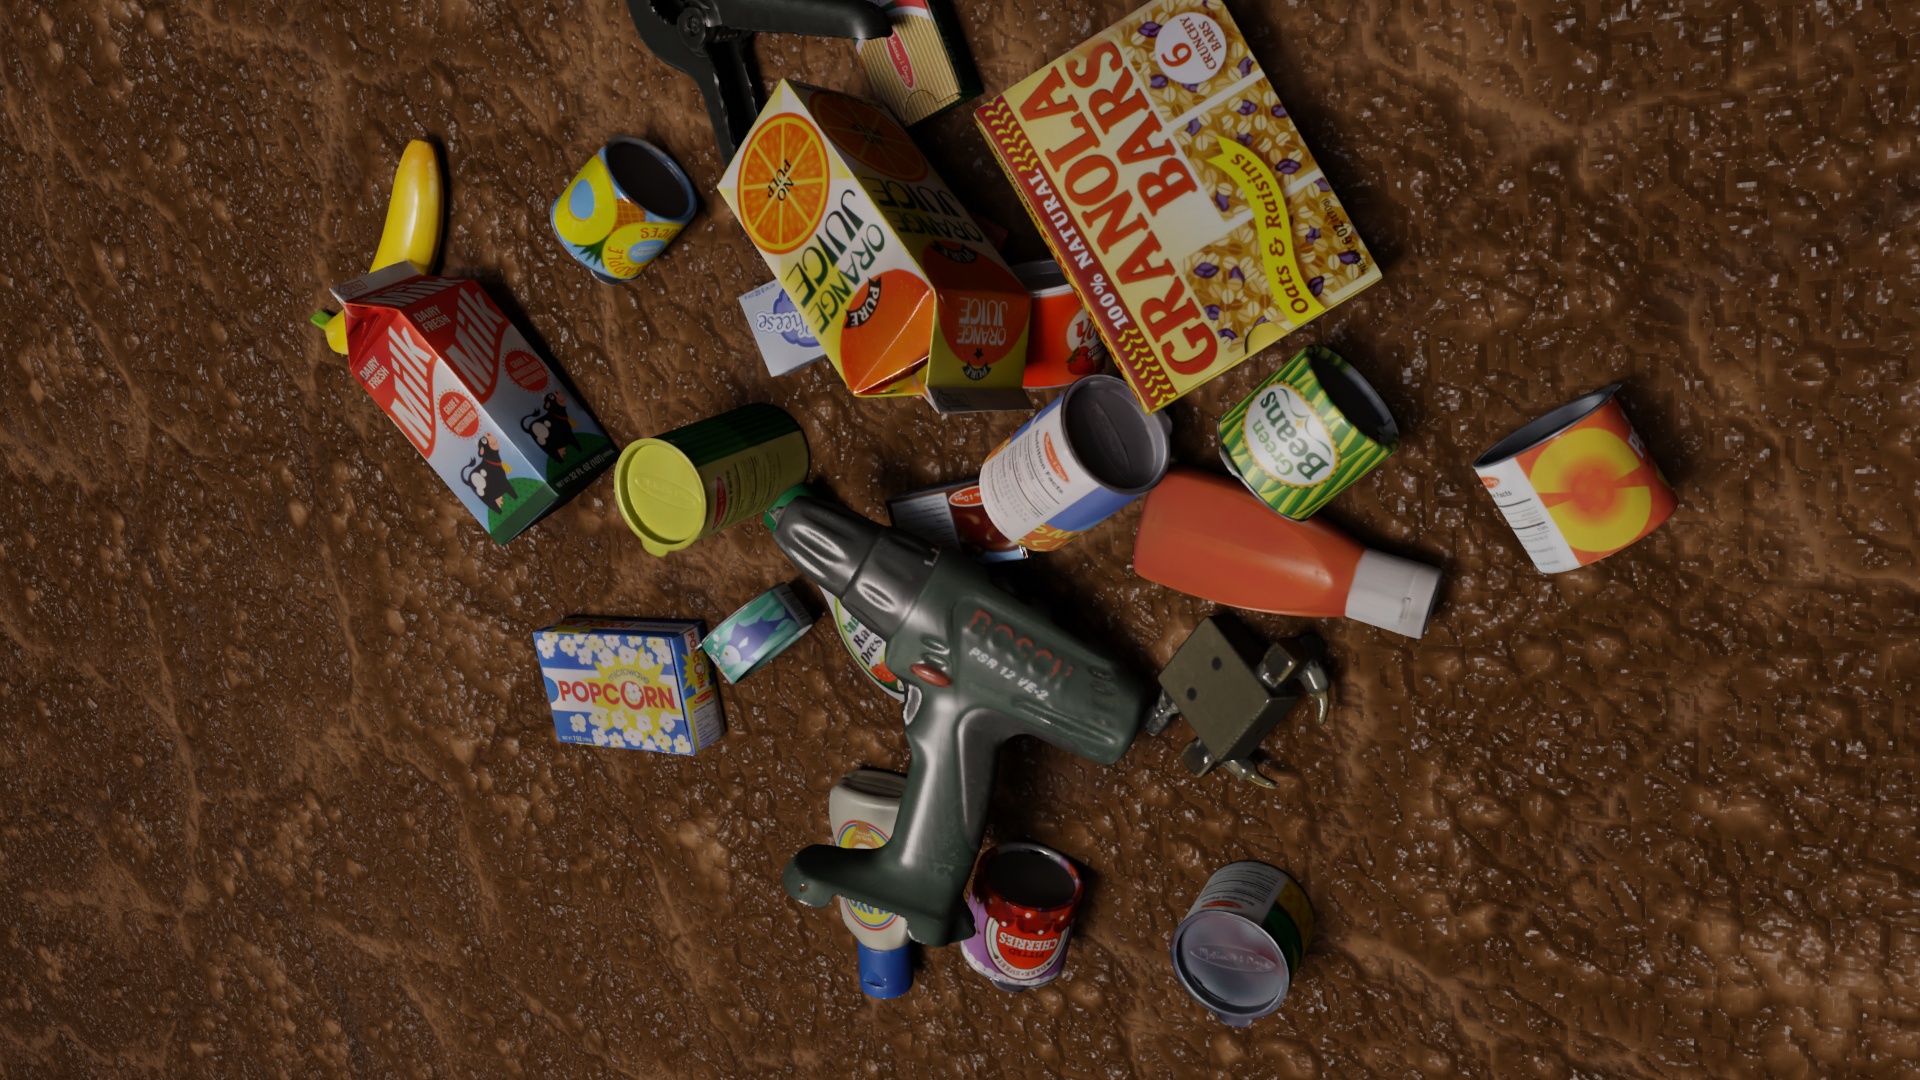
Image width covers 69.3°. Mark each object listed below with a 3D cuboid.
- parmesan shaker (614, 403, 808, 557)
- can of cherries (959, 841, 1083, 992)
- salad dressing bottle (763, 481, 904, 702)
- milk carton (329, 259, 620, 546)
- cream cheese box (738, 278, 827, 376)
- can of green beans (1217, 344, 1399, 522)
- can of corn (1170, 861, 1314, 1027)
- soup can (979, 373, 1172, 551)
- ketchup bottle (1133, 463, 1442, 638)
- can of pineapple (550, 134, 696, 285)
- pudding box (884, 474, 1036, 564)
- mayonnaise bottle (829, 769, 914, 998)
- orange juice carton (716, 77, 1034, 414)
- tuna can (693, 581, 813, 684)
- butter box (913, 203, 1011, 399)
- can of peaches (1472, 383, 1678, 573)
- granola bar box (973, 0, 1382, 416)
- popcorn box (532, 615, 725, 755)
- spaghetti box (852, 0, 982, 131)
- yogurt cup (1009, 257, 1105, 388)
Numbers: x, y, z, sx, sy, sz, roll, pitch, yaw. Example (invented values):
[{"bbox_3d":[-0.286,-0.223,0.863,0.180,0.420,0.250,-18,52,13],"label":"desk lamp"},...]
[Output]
[{"bbox_3d":[-0.147,-0.038,0.827,0.071,0.103,0.071,10,111,27],"label":"parmesan shaker"},{"bbox_3d":[0.037,0.225,0.833,0.071,0.072,0.058,22,115,22],"label":"can of cherries"},{"bbox_3d":[-0.059,0.030,0.836,0.148,0.044,0.064,48,120,7],"label":"salad dressing bottle"},{"bbox_3d":[-0.322,-0.099,0.906,0.073,0.073,0.190,-34,98,34],"label":"milk carton"},{"bbox_3d":[-0.075,-0.135,0.801,0.103,0.024,0.053,-17,99,33],"label":"cream cheese box"},{"bbox_3d":[0.167,-0.052,0.667,0.071,0.071,0.057,51,123,5],"label":"can of green beans"},{"bbox_3d":[0.158,0.223,0.771,0.071,0.058,0.071,10,111,26],"label":"can of corn"},{"bbox_3d":[0.060,-0.039,0.722,0.071,0.072,0.083,56,143,2],"label":"soup can"},{"bbox_3d":[0.164,0.010,0.704,0.149,0.044,0.064,19,112,23],"label":"ketchup bottle"},{"bbox_3d":[-0.199,-0.196,0.824,0.057,0.071,0.071,-36,87,33],"label":"can of pineapple"},{"bbox_3d":[0.003,-0.010,0.796,0.083,0.030,0.049,-10,100,32],"label":"pudding box"},{"bbox_3d":[-0.050,0.224,0.899,0.065,0.041,0.147,7,110,25],"label":"mayonnaise bottle"},{"bbox_3d":[-0.035,-0.134,0.684,0.072,0.072,0.193,-49,62,32],"label":"orange juice carton"},{"bbox_3d":[-0.129,0.060,0.870,0.070,0.071,0.033,-40,86,33],"label":"tuna can"},{"bbox_3d":[-0.019,-0.133,0.749,0.053,0.024,0.103,30,104,2],"label":"butter box"},{"bbox_3d":[0.275,-0.027,0.617,0.071,0.071,0.058,-31,90,33],"label":"can of peaches"},{"bbox_3d":[0.101,-0.161,0.654,0.124,0.039,0.165,-30,91,6],"label":"granola bar box"},{"bbox_3d":[-0.228,0.098,0.958,0.126,0.038,0.085,0,108,29],"label":"popcorn box"},{"bbox_3d":[-0.057,-0.339,0.719,0.050,0.029,0.249,-17,98,33],"label":"spaghetti box"},{"bbox_3d":[0.045,-0.112,0.719,0.072,0.073,0.053,4,116,28],"label":"yogurt cup"}]
